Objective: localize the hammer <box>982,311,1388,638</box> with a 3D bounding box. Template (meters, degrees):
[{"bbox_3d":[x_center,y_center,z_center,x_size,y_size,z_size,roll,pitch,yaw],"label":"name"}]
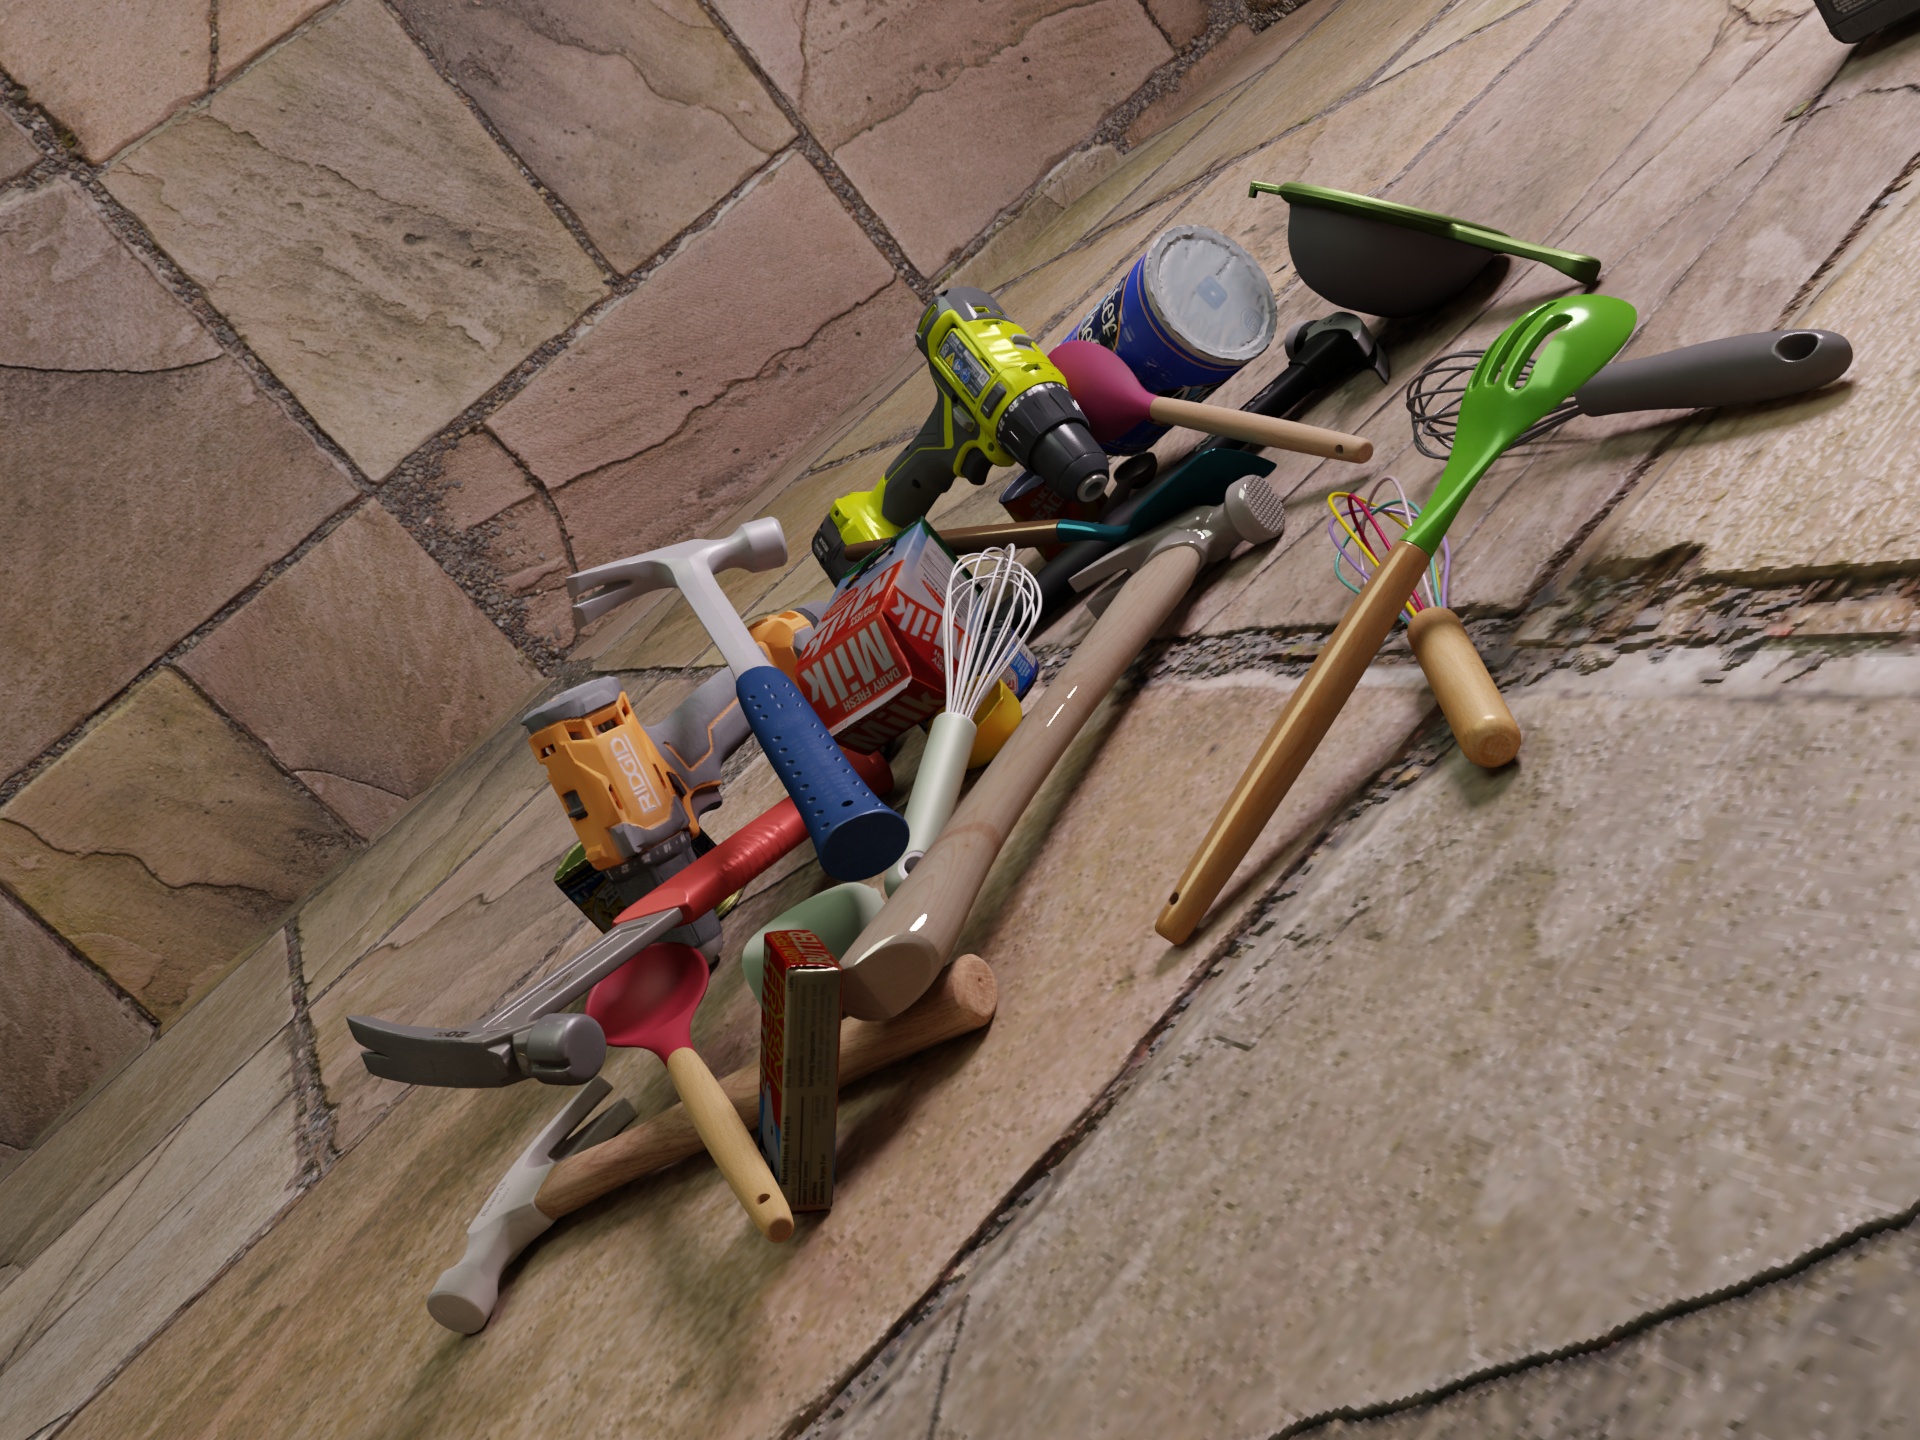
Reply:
[{"bbox_3d":[0.138,-0.151,1.049,0.335,0.035,0.146,-40,16,1],"label":"hammer"}]

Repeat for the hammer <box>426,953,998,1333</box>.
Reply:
[{"bbox_3d":[-0.116,0.185,0.749,0.331,0.031,0.130,-31,20,27],"label":"hammer"}]

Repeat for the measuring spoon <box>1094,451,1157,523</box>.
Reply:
[{"bbox_3d":[0.113,-0.148,1.136,0.034,0.018,0.124,-8,41,39],"label":"measuring spoon"}]

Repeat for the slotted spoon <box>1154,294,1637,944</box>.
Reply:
[{"bbox_3d":[0.166,-0.046,0.627,0.314,0.031,0.070,-56,21,-4],"label":"slotted spoon"}]

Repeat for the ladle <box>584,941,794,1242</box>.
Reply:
[{"bbox_3d":[-0.120,0.161,0.717,0.069,0.031,0.315,-32,18,-14],"label":"ladle"}]

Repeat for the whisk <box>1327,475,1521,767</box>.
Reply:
[{"bbox_3d":[0.190,-0.048,0.667,0.051,0.047,0.245,-33,21,18],"label":"whisk"}]

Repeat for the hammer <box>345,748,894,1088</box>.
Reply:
[{"bbox_3d":[-0.152,0.093,0.869,0.149,0.036,0.359,-4,19,32],"label":"hammer"}]

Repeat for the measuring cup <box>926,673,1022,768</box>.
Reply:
[{"bbox_3d":[-0.004,0.040,0.903,0.062,0.029,0.157,-19,38,42],"label":"measuring cup"}]

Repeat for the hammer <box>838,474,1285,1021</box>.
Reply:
[{"bbox_3d":[0.041,0.004,0.808,0.146,0.038,0.411,-26,17,42],"label":"hammer"}]

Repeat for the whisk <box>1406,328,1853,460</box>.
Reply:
[{"bbox_3d":[0.288,-0.150,0.716,0.055,0.055,0.239,-45,22,-17],"label":"whisk"}]

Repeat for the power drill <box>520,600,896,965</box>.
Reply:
[{"bbox_3d":[-0.144,0.037,1.009,0.226,0.185,0.084,-29,6,-42],"label":"power drill"}]

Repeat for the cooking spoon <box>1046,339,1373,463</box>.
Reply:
[{"bbox_3d":[0.140,-0.193,1.002,0.017,0.068,0.319,-14,24,-28],"label":"cooking spoon"}]

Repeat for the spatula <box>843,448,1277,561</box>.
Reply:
[{"bbox_3d":[0.046,-0.130,1.022,0.317,0.044,0.082,-1,0,38],"label":"spatula"}]

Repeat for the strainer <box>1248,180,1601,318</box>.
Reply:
[{"bbox_3d":[0.293,-0.277,0.987,0.257,0.151,0.069,47,127,56],"label":"strainer"}]

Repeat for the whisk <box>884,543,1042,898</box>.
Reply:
[{"bbox_3d":[-0.001,-0.003,0.883,0.059,0.057,0.246,123,167,-54],"label":"whisk"}]

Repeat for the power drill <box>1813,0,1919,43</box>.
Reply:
[{"bbox_3d":[0.556,-0.473,0.900,0.226,0.084,0.164,-45,16,-30],"label":"power drill"}]

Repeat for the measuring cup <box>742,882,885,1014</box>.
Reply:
[{"bbox_3d":[-0.064,0.098,0.798,0.083,0.038,0.167,-28,8,9],"label":"measuring cup"}]

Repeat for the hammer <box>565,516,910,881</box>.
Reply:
[{"bbox_3d":[-0.119,-0.024,0.875,0.144,0.035,0.406,-17,29,-15],"label":"hammer"}]

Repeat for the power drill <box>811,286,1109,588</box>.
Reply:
[{"bbox_3d":[0.000,-0.164,1.127,0.080,0.191,0.228,-2,-42,-44],"label":"power drill"}]
